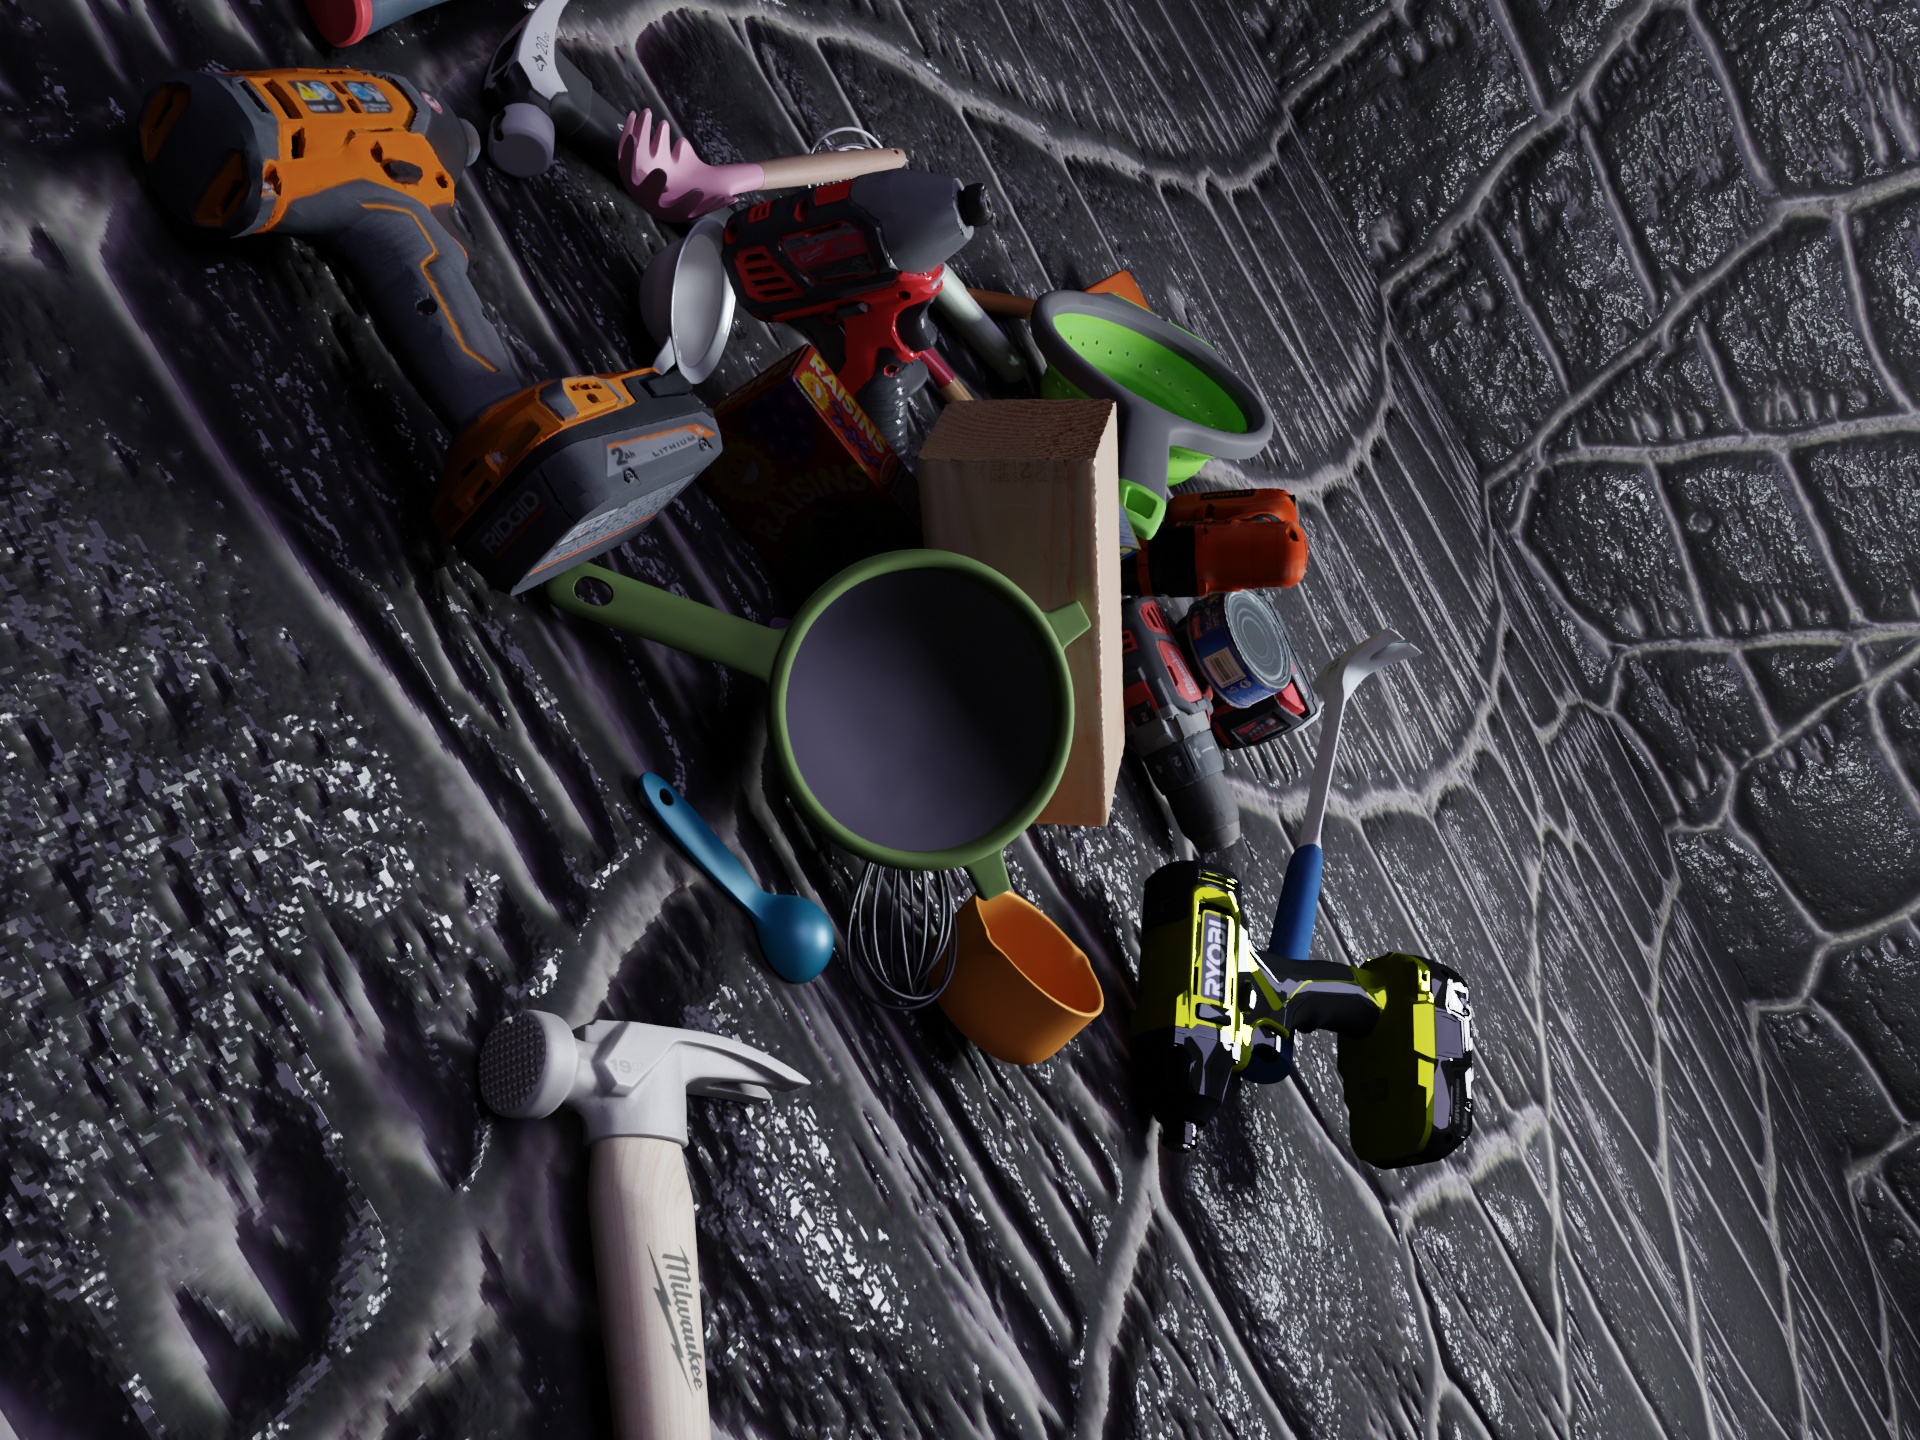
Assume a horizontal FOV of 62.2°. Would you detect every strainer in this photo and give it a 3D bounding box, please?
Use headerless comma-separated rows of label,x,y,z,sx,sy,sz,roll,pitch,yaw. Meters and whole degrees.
strainer,-0.073,-0.021,0.753,0.256,0.069,0.151,19,82,-16
strainer,-0.156,-0.174,0.802,0.086,0.050,0.259,88,10,-48

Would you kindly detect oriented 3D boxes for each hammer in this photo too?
hammer,-0.086,0.304,0.533,0.146,0.038,0.411,25,47,-50
hammer,-0.206,-0.418,0.857,0.386,0.143,0.038,-60,161,-52
hammer,-0.133,-0.287,0.937,0.334,0.035,0.146,31,43,-44
hammer,0.261,0.087,1.175,0.035,0.144,0.406,35,46,-12

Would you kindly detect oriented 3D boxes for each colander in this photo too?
colander,0.117,-0.194,1.150,0.204,0.094,0.397,26,31,-7

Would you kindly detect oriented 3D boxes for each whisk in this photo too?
whisk,-0.031,0.037,0.817,0.055,0.055,0.239,35,40,-40
whisk,-0.024,-0.324,1.133,0.246,0.059,0.058,41,8,-41

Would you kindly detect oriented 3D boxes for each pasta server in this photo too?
pasta server,-0.102,-0.325,0.929,0.060,0.040,0.316,49,33,0

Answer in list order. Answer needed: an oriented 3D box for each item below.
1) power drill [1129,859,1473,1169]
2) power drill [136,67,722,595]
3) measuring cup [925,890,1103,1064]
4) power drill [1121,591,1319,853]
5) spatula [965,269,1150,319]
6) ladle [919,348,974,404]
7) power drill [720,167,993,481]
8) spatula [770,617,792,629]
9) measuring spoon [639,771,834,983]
power drill,0.208,0.198,0.989,0.223,0.080,0.171,19,61,-23
power drill,-0.207,-0.176,0.669,0.226,0.084,0.164,51,30,-3
measuring cup,0.002,0.105,0.833,0.095,0.052,0.174,20,26,-54
power drill,0.188,-0.007,1.186,0.226,0.080,0.188,-14,79,-57
spatula,0.077,-0.343,1.314,0.322,0.041,0.081,-17,82,-60
ladle,0.006,-0.218,1.114,0.315,0.031,0.069,50,39,-26
power drill,-0.028,-0.188,0.869,0.079,0.143,0.219,-73,148,-53
spatula,-0.001,-0.003,0.935,0.315,0.018,0.060,15,59,-52
measuring spoon,-0.097,0.067,0.718,0.128,0.021,0.042,51,31,-23
